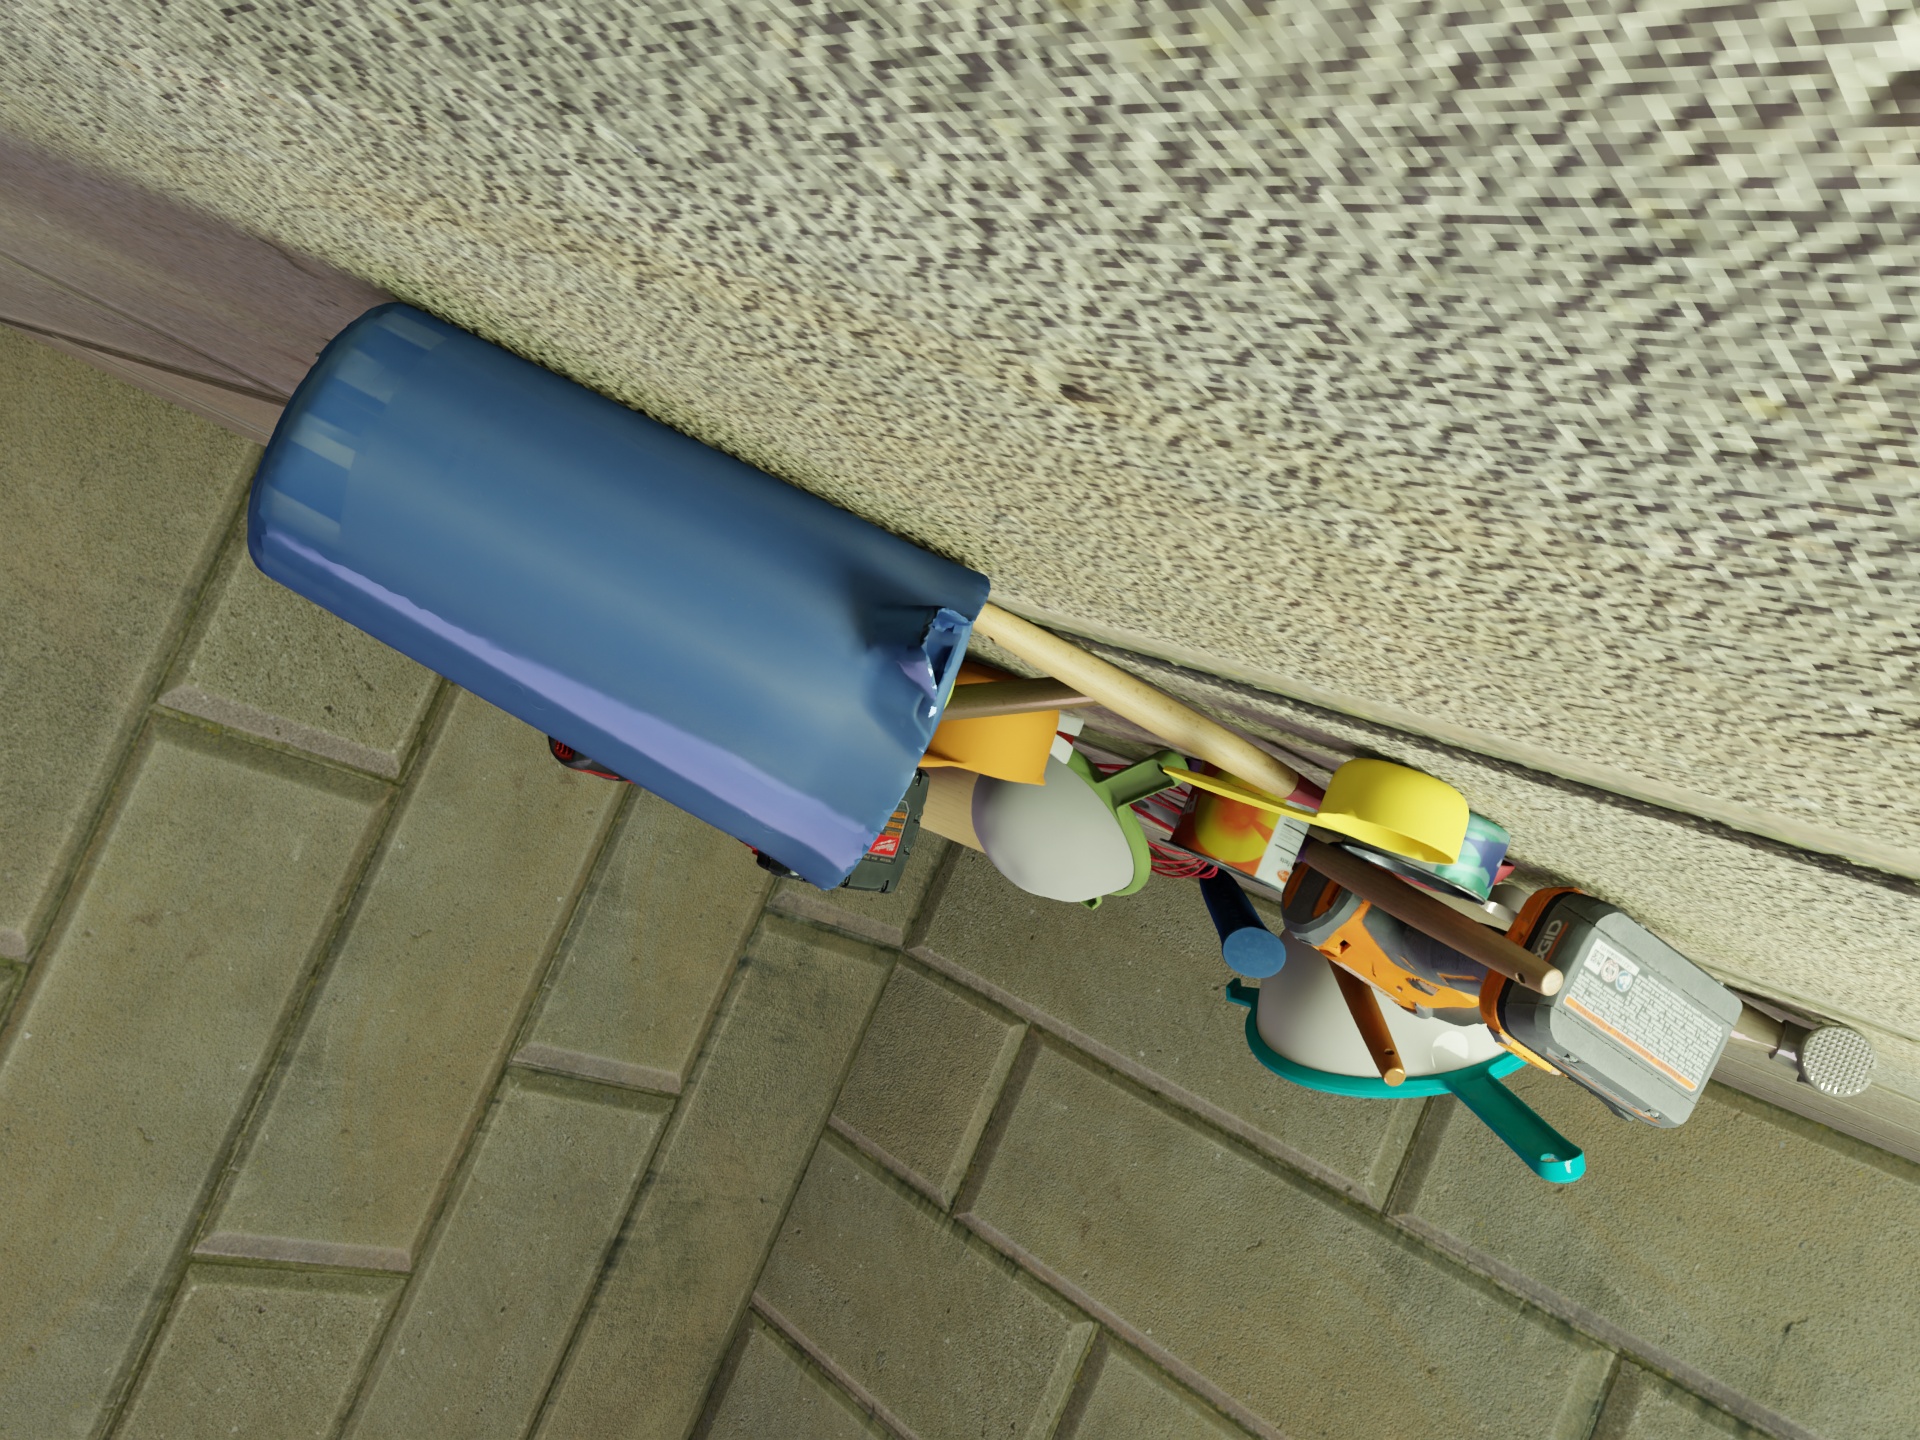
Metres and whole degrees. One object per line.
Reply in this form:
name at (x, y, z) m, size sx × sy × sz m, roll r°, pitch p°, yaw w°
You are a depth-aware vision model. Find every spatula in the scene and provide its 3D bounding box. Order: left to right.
spatula at (0.237, 0.141, 1.025) m, size 0.081 × 0.041 × 0.323 m, roll -2°, pitch -157°, yaw 0°
spatula at (0.205, 0.081, 0.850) m, size 0.316 × 0.018 × 0.059 m, roll 31°, pitch 145°, yaw 64°

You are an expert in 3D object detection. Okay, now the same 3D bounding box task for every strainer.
strainer at (0.074, 0.069, 1.075) m, size 0.151 × 0.069 × 0.256 m, roll 51°, pitch 157°, yaw -2°
strainer at (0.306, 0.182, 1.036) m, size 0.211 × 0.095 × 0.340 m, roll -12°, pitch -167°, yaw -6°

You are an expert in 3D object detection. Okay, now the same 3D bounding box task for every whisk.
whisk at (0.092, 0.041, 1.198) m, size 0.073 × 0.073 × 0.296 m, roll 27°, pitch -178°, yaw -45°

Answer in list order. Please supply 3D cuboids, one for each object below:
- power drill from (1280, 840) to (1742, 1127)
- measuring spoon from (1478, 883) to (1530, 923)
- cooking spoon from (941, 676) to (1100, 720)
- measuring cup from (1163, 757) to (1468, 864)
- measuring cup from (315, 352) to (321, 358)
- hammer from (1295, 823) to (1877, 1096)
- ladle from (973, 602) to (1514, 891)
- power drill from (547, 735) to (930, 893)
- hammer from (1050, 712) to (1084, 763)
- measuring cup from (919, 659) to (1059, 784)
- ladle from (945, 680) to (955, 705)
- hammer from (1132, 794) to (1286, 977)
power drill at (0.293, 0.139, 0.851) m, size 0.164 × 0.084 × 0.226 m, roll 33°, pitch 172°, yaw -20°
measuring spoon at (0.269, 0.079, 0.892) m, size 0.124 × 0.018 × 0.034 m, roll 30°, pitch 170°, yaw 3°
cooking spoon at (-0.048, -0.005, 0.825) m, size 0.319 × 0.069 × 0.017 m, roll -4°, pitch 119°, yaw 41°
measuring cup at (0.145, 0.026, 0.672) m, size 0.062 × 0.029 × 0.157 m, roll 27°, pitch 174°, yaw -37°
measuring cup at (-0.242, -0.134, 0.772) m, size 0.167 × 0.038 × 0.083 m, roll 21°, pitch 177°, yaw 2°
hammer at (0.341, 0.130, 0.996) m, size 0.411 × 0.038 × 0.146 m, roll 23°, pitch 178°, yaw 24°
ladle at (0.132, 0.018, 0.728) m, size 0.315 × 0.031 × 0.069 m, roll 27°, pitch 176°, yaw -23°
power drill at (-0.129, 0.037, 1.015) m, size 0.227 × 0.080 × 0.187 m, roll 18°, pitch -179°, yaw 36°
hammer at (-0.051, -0.034, 1.151) m, size 0.149 × 0.036 × 0.409 m, roll 24°, pitch 178°, yaw -23°
measuring cup at (-0.001, -0.003, 0.869) m, size 0.095 × 0.052 × 0.173 m, roll 21°, pitch -173°, yaw 18°
ladle at (-0.087, -0.054, 0.862) m, size 0.078 × 0.062 × 0.320 m, roll 34°, pitch 175°, yaw -27°
hammer at (0.191, 0.118, 1.238) m, size 0.144 × 0.035 × 0.405 m, roll 25°, pitch -171°, yaw -2°
